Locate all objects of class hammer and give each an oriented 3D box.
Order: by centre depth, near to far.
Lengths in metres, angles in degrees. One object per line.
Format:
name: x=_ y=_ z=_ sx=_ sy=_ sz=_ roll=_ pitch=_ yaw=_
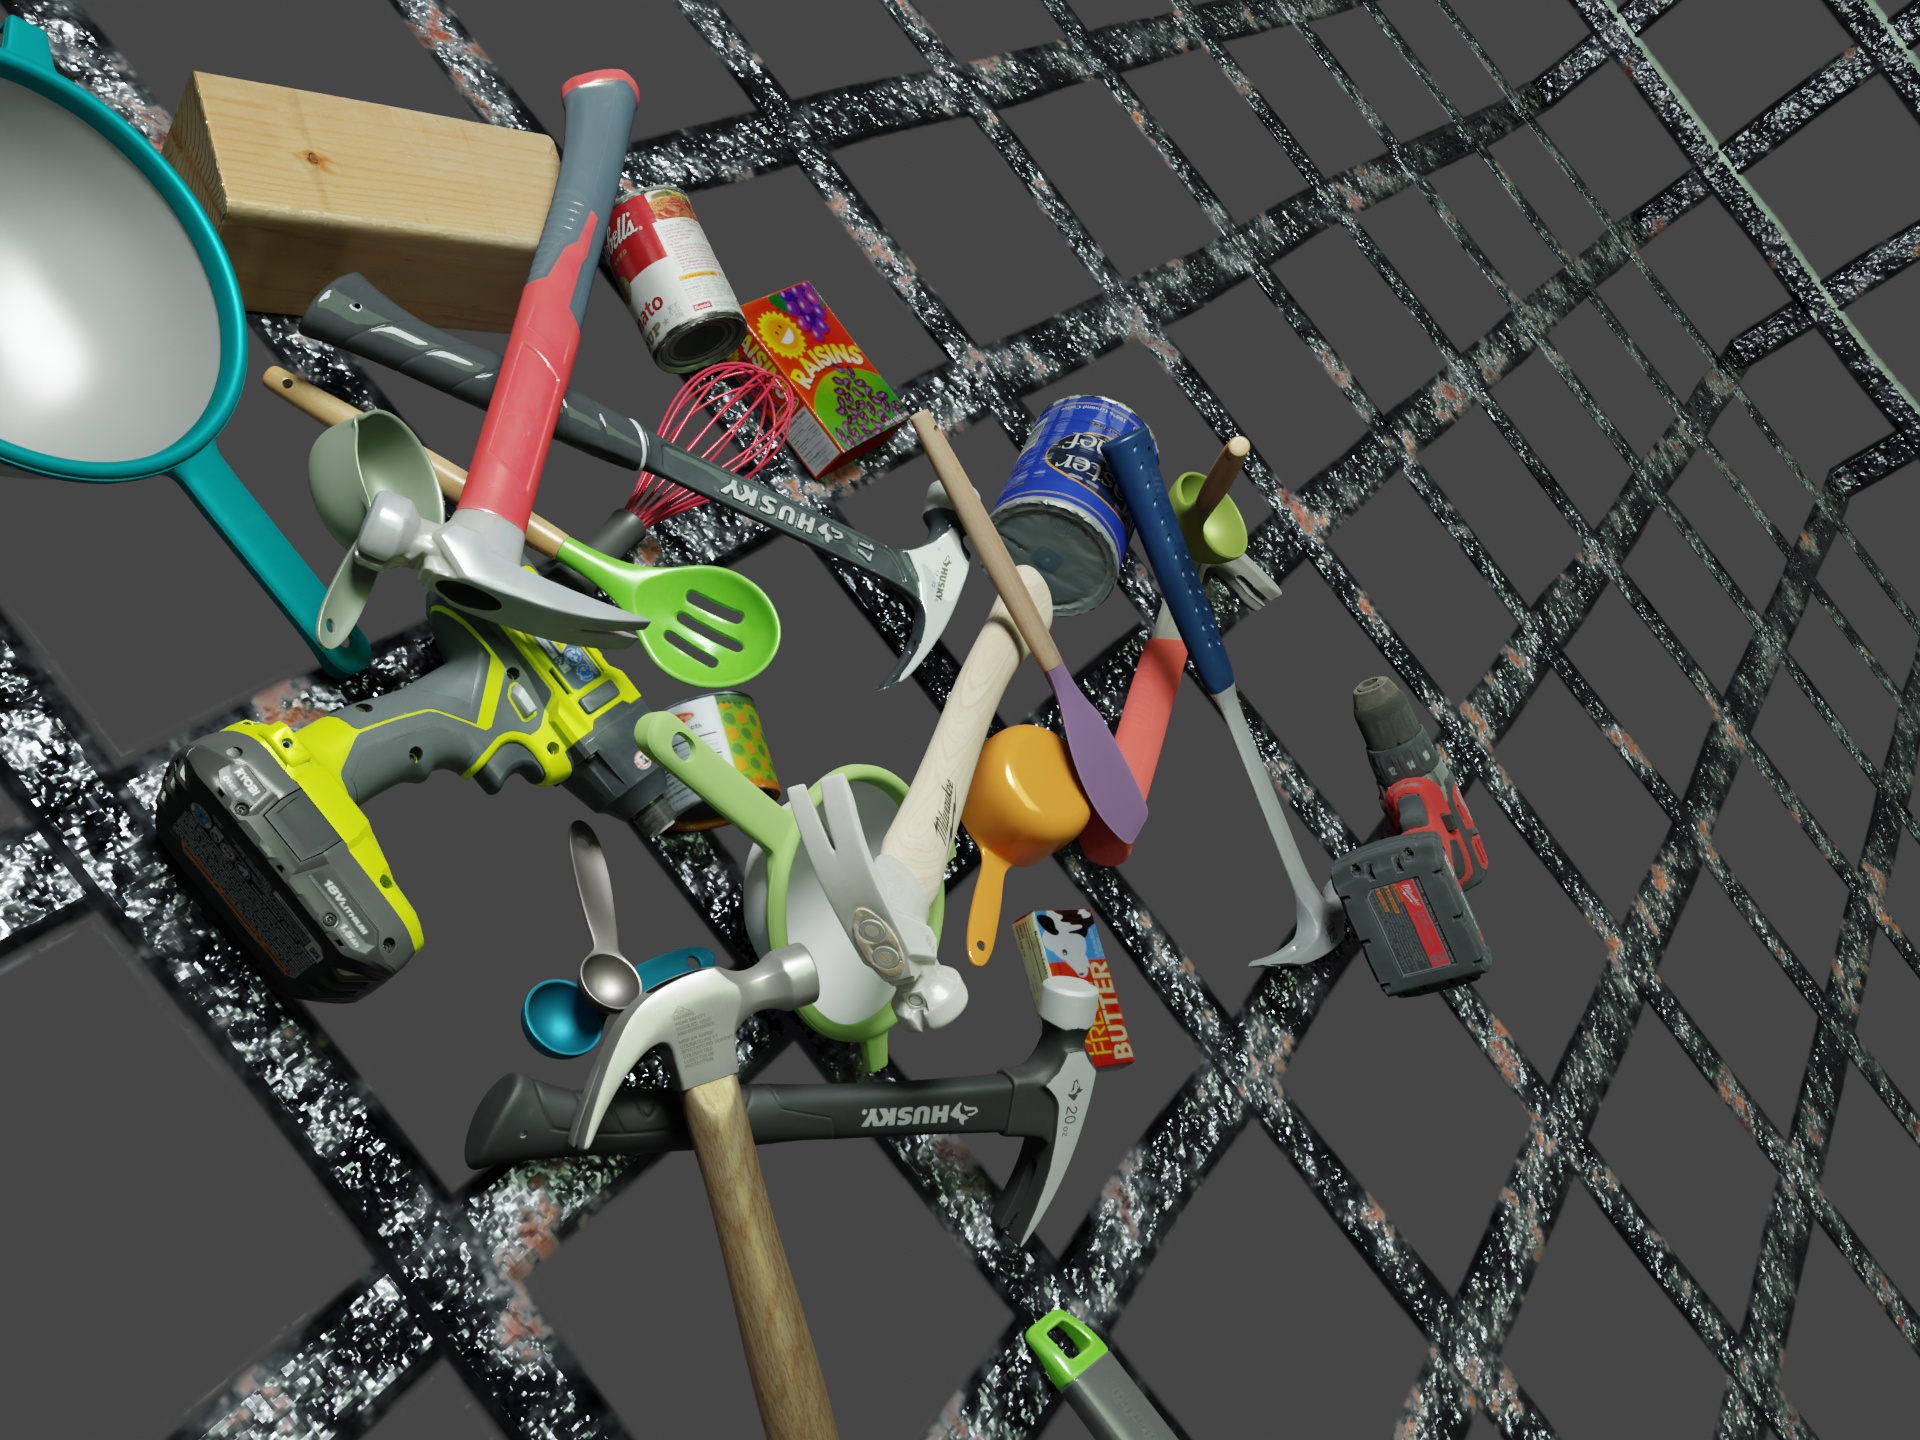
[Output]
hammer: x=-0.091 y=0.280 z=0.743 sx=0.130 sy=0.031 sz=0.331 roll=-14 pitch=86 yaw=-27
hammer: x=-0.081 y=0.206 z=0.815 sx=0.334 sy=0.035 sz=0.146 roll=5 pitch=99 yaw=-29
hammer: x=-0.211 y=-0.217 z=0.876 sx=0.143 sy=0.038 sz=0.387 roll=22 pitch=54 yaw=-25
hammer: x=-0.173 y=-0.146 z=0.921 sx=0.408 sy=0.036 sz=0.149 roll=22 pitch=66 yaw=-25
hammer: x=-0.001 y=-0.003 z=0.943 sx=0.146 sy=0.038 sz=0.411 roll=65 pitch=23 yaw=-23
hammer: x=0.189 y=-0.012 z=1.133 sx=0.144 sy=0.035 sz=0.405 roll=-35 pitch=106 yaw=-46
hammer: x=0.155 y=-0.028 z=1.195 sx=0.149 sy=0.036 sz=0.359 roll=37 pitch=45 yaw=-16

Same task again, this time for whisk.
whisk: x=-0.189 y=-0.129 z=0.958 sx=0.073 sy=0.073 sz=0.296 roll=42 pitch=51 yaw=-11

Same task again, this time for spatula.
spatula: x=0.046 y=-0.055 z=1.019 sx=0.315 sy=0.018 sz=0.060 roll=61 pitch=37 yaw=-17

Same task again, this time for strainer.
strainer: x=-0.419 y=-0.147 z=0.761 sx=0.340 sy=0.095 sz=0.211 roll=58 pitch=31 yaw=-25
strainer: x=-0.103 y=0.072 z=0.848 sx=0.256 sy=0.069 sz=0.152 roll=47 pitch=51 yaw=-42

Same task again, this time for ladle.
ladle: x=0.185 y=-0.163 z=1.114 sx=0.078 sy=0.062 sz=0.320 roll=59 pitch=1 yaw=4

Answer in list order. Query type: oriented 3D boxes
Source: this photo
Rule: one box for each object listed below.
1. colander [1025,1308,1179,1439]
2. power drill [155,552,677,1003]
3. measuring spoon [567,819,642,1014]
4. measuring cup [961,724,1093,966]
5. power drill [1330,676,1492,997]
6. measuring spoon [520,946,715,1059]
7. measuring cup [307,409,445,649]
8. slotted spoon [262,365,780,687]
colander: x=0.154 y=0.495 z=0.836 sx=0.204 sy=0.094 sz=0.397 roll=-18 pitch=59 yaw=-45
power drill: x=-0.251 y=0.029 z=0.778 sx=0.171 sy=0.080 sz=0.223 roll=53 pitch=45 yaw=-6
measuring spoon: x=-0.191 y=0.102 z=0.823 sx=0.034 sy=0.018 sz=0.124 roll=17 pitch=36 yaw=-37
measuring cup: x=0.037 y=0.077 z=1.015 sx=0.095 sy=0.052 sz=0.174 roll=33 pitch=45 yaw=-20
power drill: x=0.338 y=0.082 z=1.201 sx=0.187 sy=0.080 sz=0.227 roll=63 pitch=27 yaw=-13
measuring spoon: x=-0.176 y=0.144 z=0.824 sx=0.042 sy=0.021 sz=0.128 roll=54 pitch=34 yaw=13
measuring cup: x=-0.306 y=-0.089 z=0.794 sx=0.168 sy=0.038 sz=0.083 roll=-89 pitch=159 yaw=-46
slotted spoon: x=-0.242 y=-0.110 z=0.879 sx=0.313 sy=0.031 sz=0.070 roll=30 pitch=76 yaw=-5
